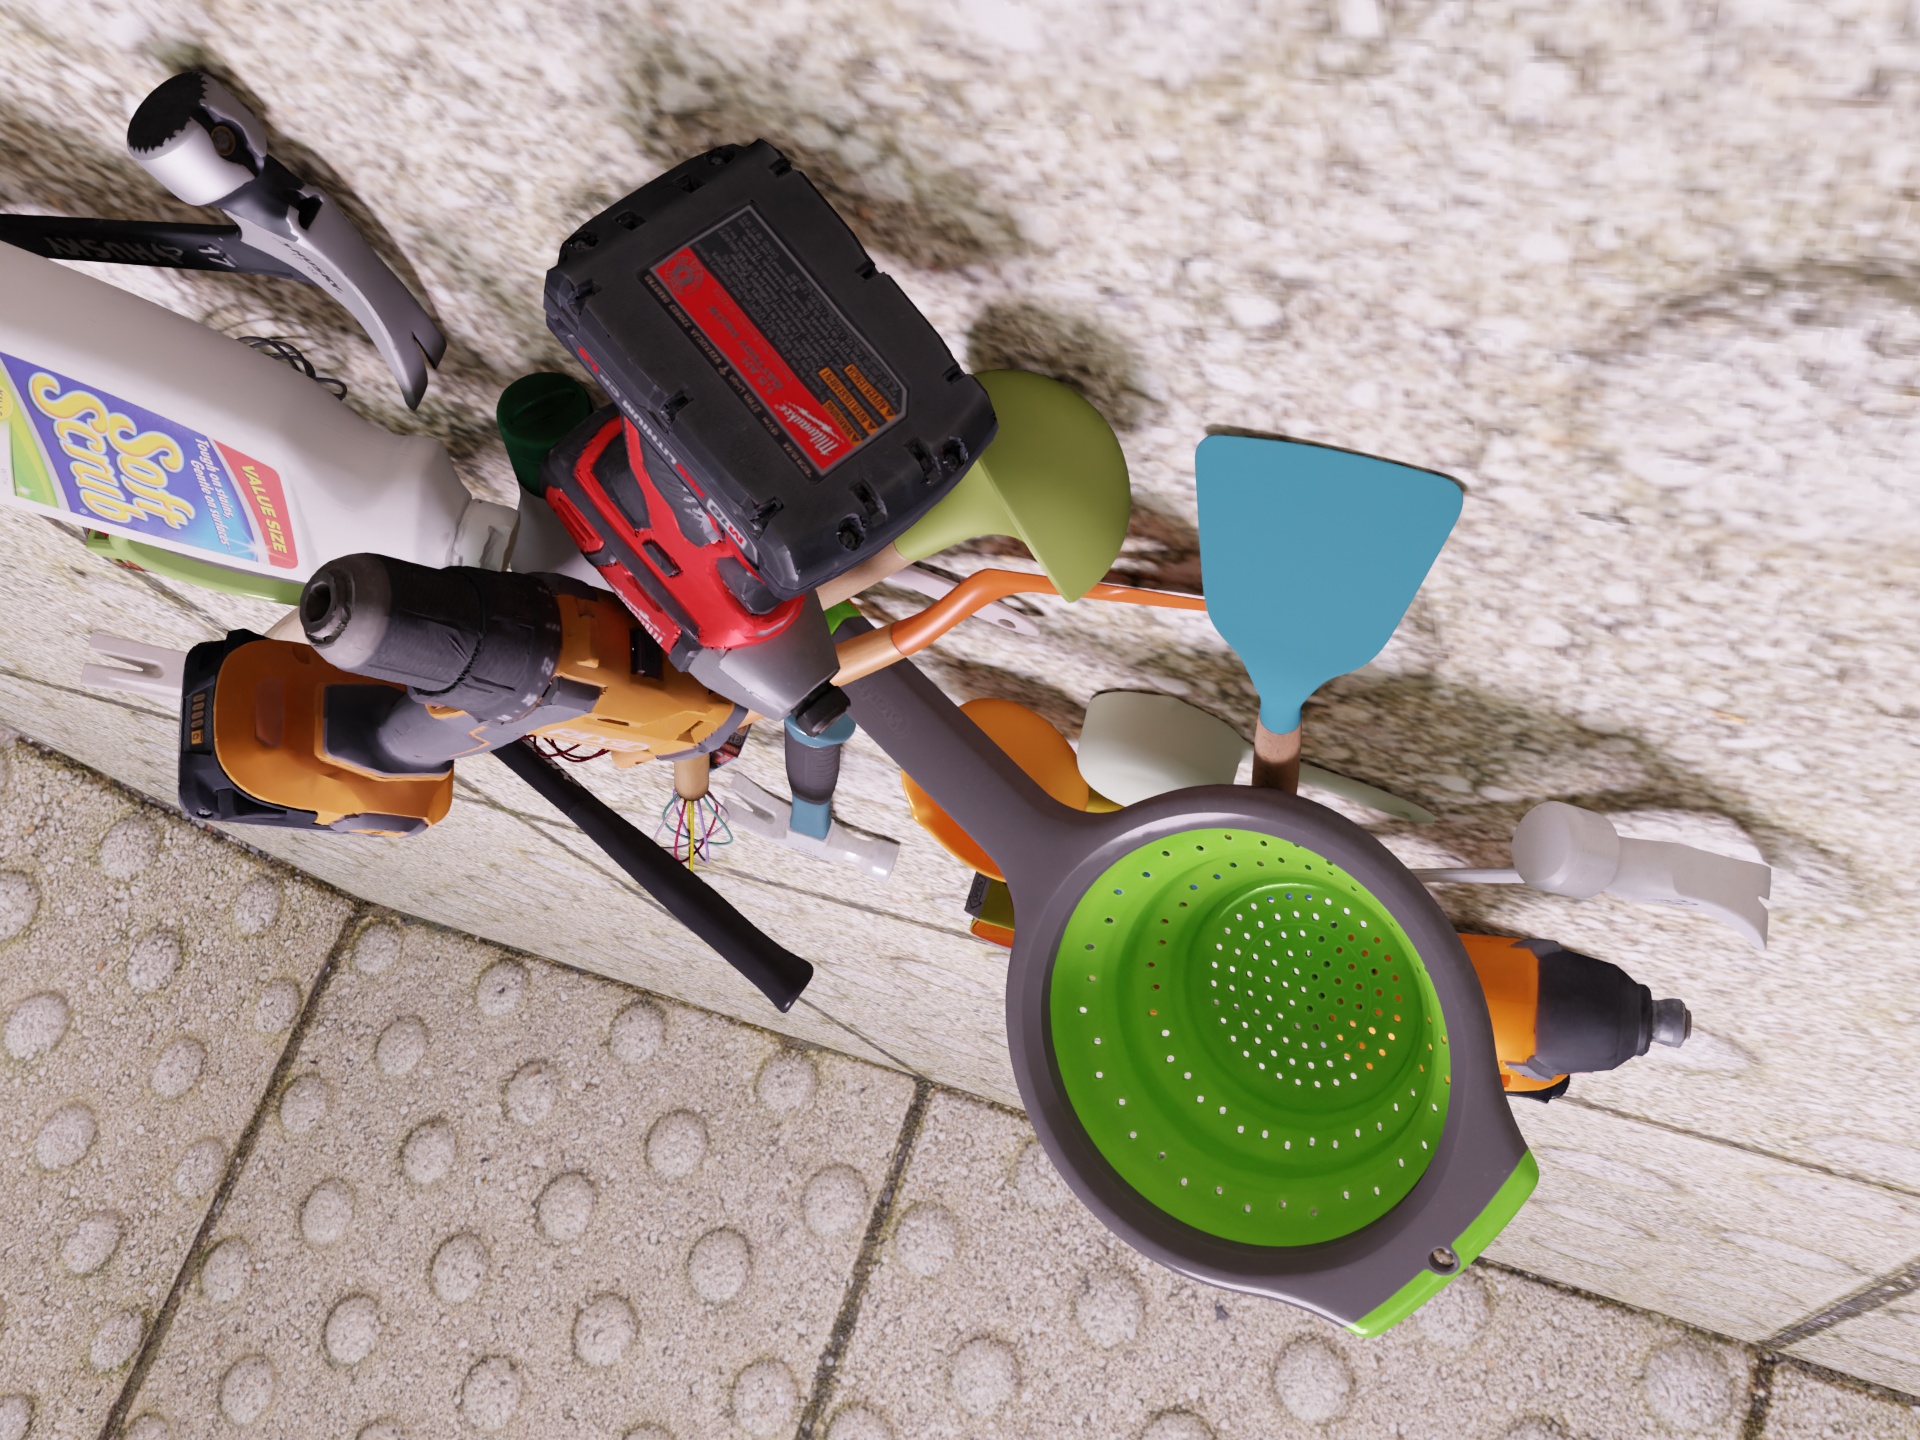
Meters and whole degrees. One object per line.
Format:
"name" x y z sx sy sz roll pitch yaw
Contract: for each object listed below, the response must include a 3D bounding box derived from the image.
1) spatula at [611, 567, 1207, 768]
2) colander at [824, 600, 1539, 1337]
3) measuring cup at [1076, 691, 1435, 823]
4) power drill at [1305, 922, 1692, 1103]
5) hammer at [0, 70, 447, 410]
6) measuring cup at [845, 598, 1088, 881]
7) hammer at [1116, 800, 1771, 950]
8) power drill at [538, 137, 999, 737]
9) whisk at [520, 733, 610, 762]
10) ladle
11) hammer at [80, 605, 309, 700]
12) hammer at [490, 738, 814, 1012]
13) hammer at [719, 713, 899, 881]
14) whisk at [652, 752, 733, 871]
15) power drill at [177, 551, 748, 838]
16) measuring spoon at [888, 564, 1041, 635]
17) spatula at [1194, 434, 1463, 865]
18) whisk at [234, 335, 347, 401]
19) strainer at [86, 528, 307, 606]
"spatula" -0.040 -0.018 0.665 0.322 0.041 0.081 -20 167 37
"colander" 0.073 0.070 0.691 0.397 0.204 0.094 44 -155 20
"measuring cup" 0.133 0.033 0.736 0.167 0.038 0.083 18 162 10
"power drill" 0.264 0.146 0.793 0.164 0.084 0.226 3 168 18
"hammer" -0.383 -0.193 0.640 0.409 0.036 0.149 11 161 27
"measuring cup" -0.001 -0.002 0.771 0.095 0.052 0.173 -8 120 52
"hammer" 0.198 0.079 0.785 0.144 0.035 0.405 14 169 -24
"power drill" -0.072 -0.071 0.517 0.143 0.078 0.219 50 160 0
"whisk" -0.172 -0.020 0.882 0.073 0.073 0.296 33 153 -34
"ladle" -0.040 -0.056 0.603 0.078 0.062 0.320 59 150 -9
"hammer" -0.351 -0.043 0.827 0.146 0.038 0.411 13 167 -33
"hammer" -0.222 0.064 0.980 0.335 0.035 0.146 38 -174 13
"hammer" -0.094 0.041 1.021 0.128 0.033 0.331 19 162 0
"whisk" -0.170 0.051 1.014 0.051 0.047 0.245 25 159 -1
"power drill" -0.225 -0.010 0.640 0.226 0.084 0.185 -12 165 32
"measuring spoon" -0.025 -0.056 0.676 0.124 0.018 0.034 22 163 2
"spatula" 0.128 -0.001 0.618 0.082 0.044 0.317 13 160 14
"whisk" -0.357 -0.147 0.730 0.239 0.055 0.055 10 160 39
"strainer" -0.289 -0.094 0.811 0.151 0.069 0.256 -5 168 43
